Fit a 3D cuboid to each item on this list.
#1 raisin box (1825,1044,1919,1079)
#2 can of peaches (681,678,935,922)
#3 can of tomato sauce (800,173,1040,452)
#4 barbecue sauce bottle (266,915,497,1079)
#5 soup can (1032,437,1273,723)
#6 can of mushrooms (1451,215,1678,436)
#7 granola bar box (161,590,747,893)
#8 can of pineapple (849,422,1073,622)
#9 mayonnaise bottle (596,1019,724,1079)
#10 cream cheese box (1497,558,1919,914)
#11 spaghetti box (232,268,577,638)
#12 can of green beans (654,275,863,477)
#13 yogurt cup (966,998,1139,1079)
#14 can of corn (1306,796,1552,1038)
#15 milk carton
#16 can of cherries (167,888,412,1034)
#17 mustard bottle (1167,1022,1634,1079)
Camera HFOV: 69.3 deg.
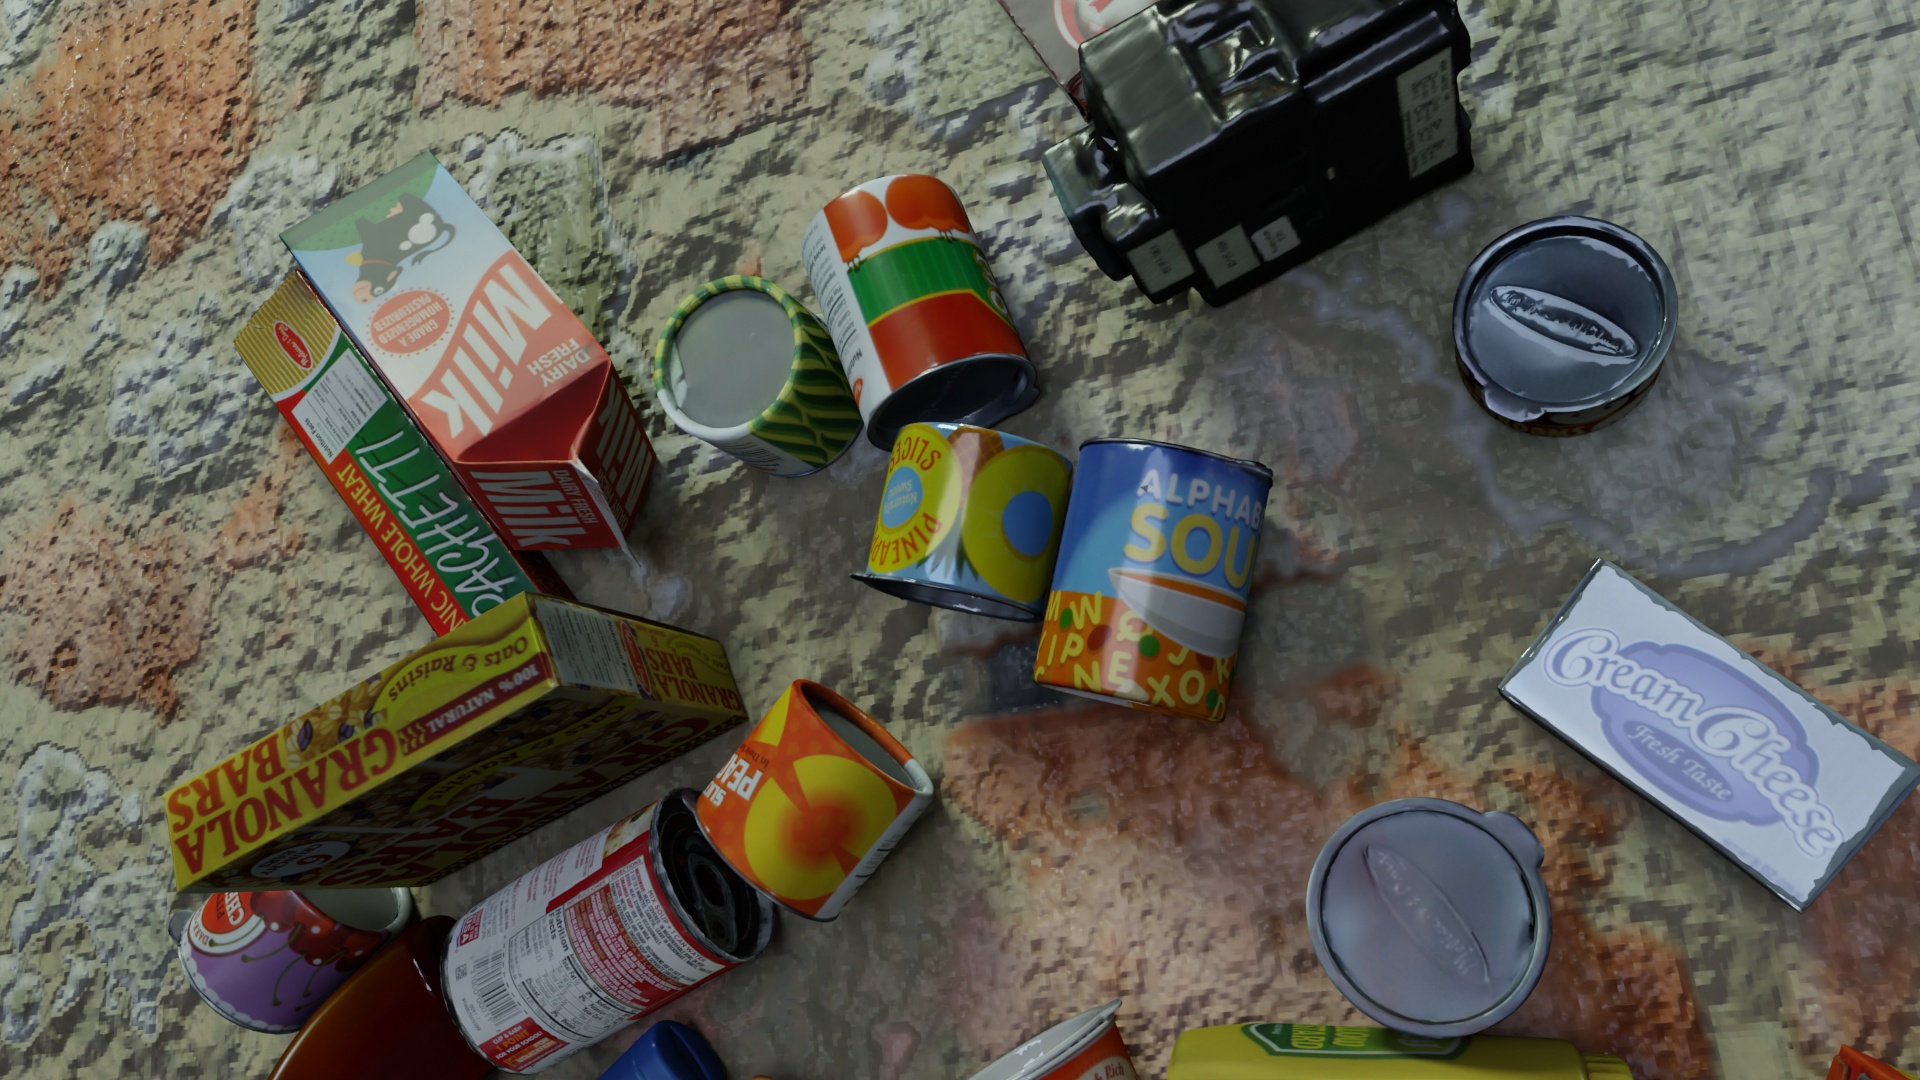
[{"bbox_3d":[0.228,0.198,0.350,0.040,0.086,0.123,20,86,26],"label":"raisin box"},{"bbox_3d":[-0.053,0.090,0.494,0.071,0.071,0.058,41,94,24],"label":"can of peaches"},{"bbox_3d":[-0.015,-0.085,0.522,0.071,0.071,0.083,-27,69,14],"label":"can of tomato sauce"},{"bbox_3d":[-0.242,0.216,0.549,0.148,0.044,0.065,-41,92,10],"label":"barbecue sauce bottle"},{"bbox_3d":[0.066,0.014,0.465,0.071,0.071,0.084,9,82,23],"label":"soup can"},{"bbox_3d":[0.194,-0.067,0.453,0.071,0.033,0.071,-4,77,20],"label":"can of mushrooms"},{"bbox_3d":[-0.182,0.079,0.516,0.165,0.124,0.039,-28,69,13],"label":"granola bar box"},{"bbox_3d":[0.002,-0.006,0.494,0.071,0.071,0.058,8,80,23],"label":"can of pineapple"},{"bbox_3d":[-0.150,0.240,0.513,0.148,0.041,0.065,-45,68,5],"label":"mayonnaise bottle"},{"bbox_3d":[0.222,0.057,0.419,0.104,0.024,0.053,40,93,24],"label":"cream cheese box"},{"bbox_3d":[-0.246,-0.026,0.617,0.050,0.028,0.250,-46,66,6],"label":"spaghetti box"},{"bbox_3d":[-0.077,-0.064,0.544,0.071,0.058,0.071,-5,76,20],"label":"can of green beans"},{"bbox_3d":[0.031,0.189,0.442,0.072,0.072,0.054,-33,77,12],"label":"yogurt cup"},{"bbox_3d":[0.144,0.110,0.418,0.071,0.058,0.071,-5,76,20],"label":"can of corn"},{"bbox_3d":[-0.191,-0.068,0.571,0.073,0.072,0.191,-37,66,-16],"label":"milk carton"},{"bbox_3d":[-0.270,0.153,0.562,0.058,0.071,0.071,-44,67,7],"label":"can of cherries"},{"bbox_3d":[0.143,0.169,0.406,0.160,0.065,0.049,-3,81,13],"label":"mustard bottle"}]
